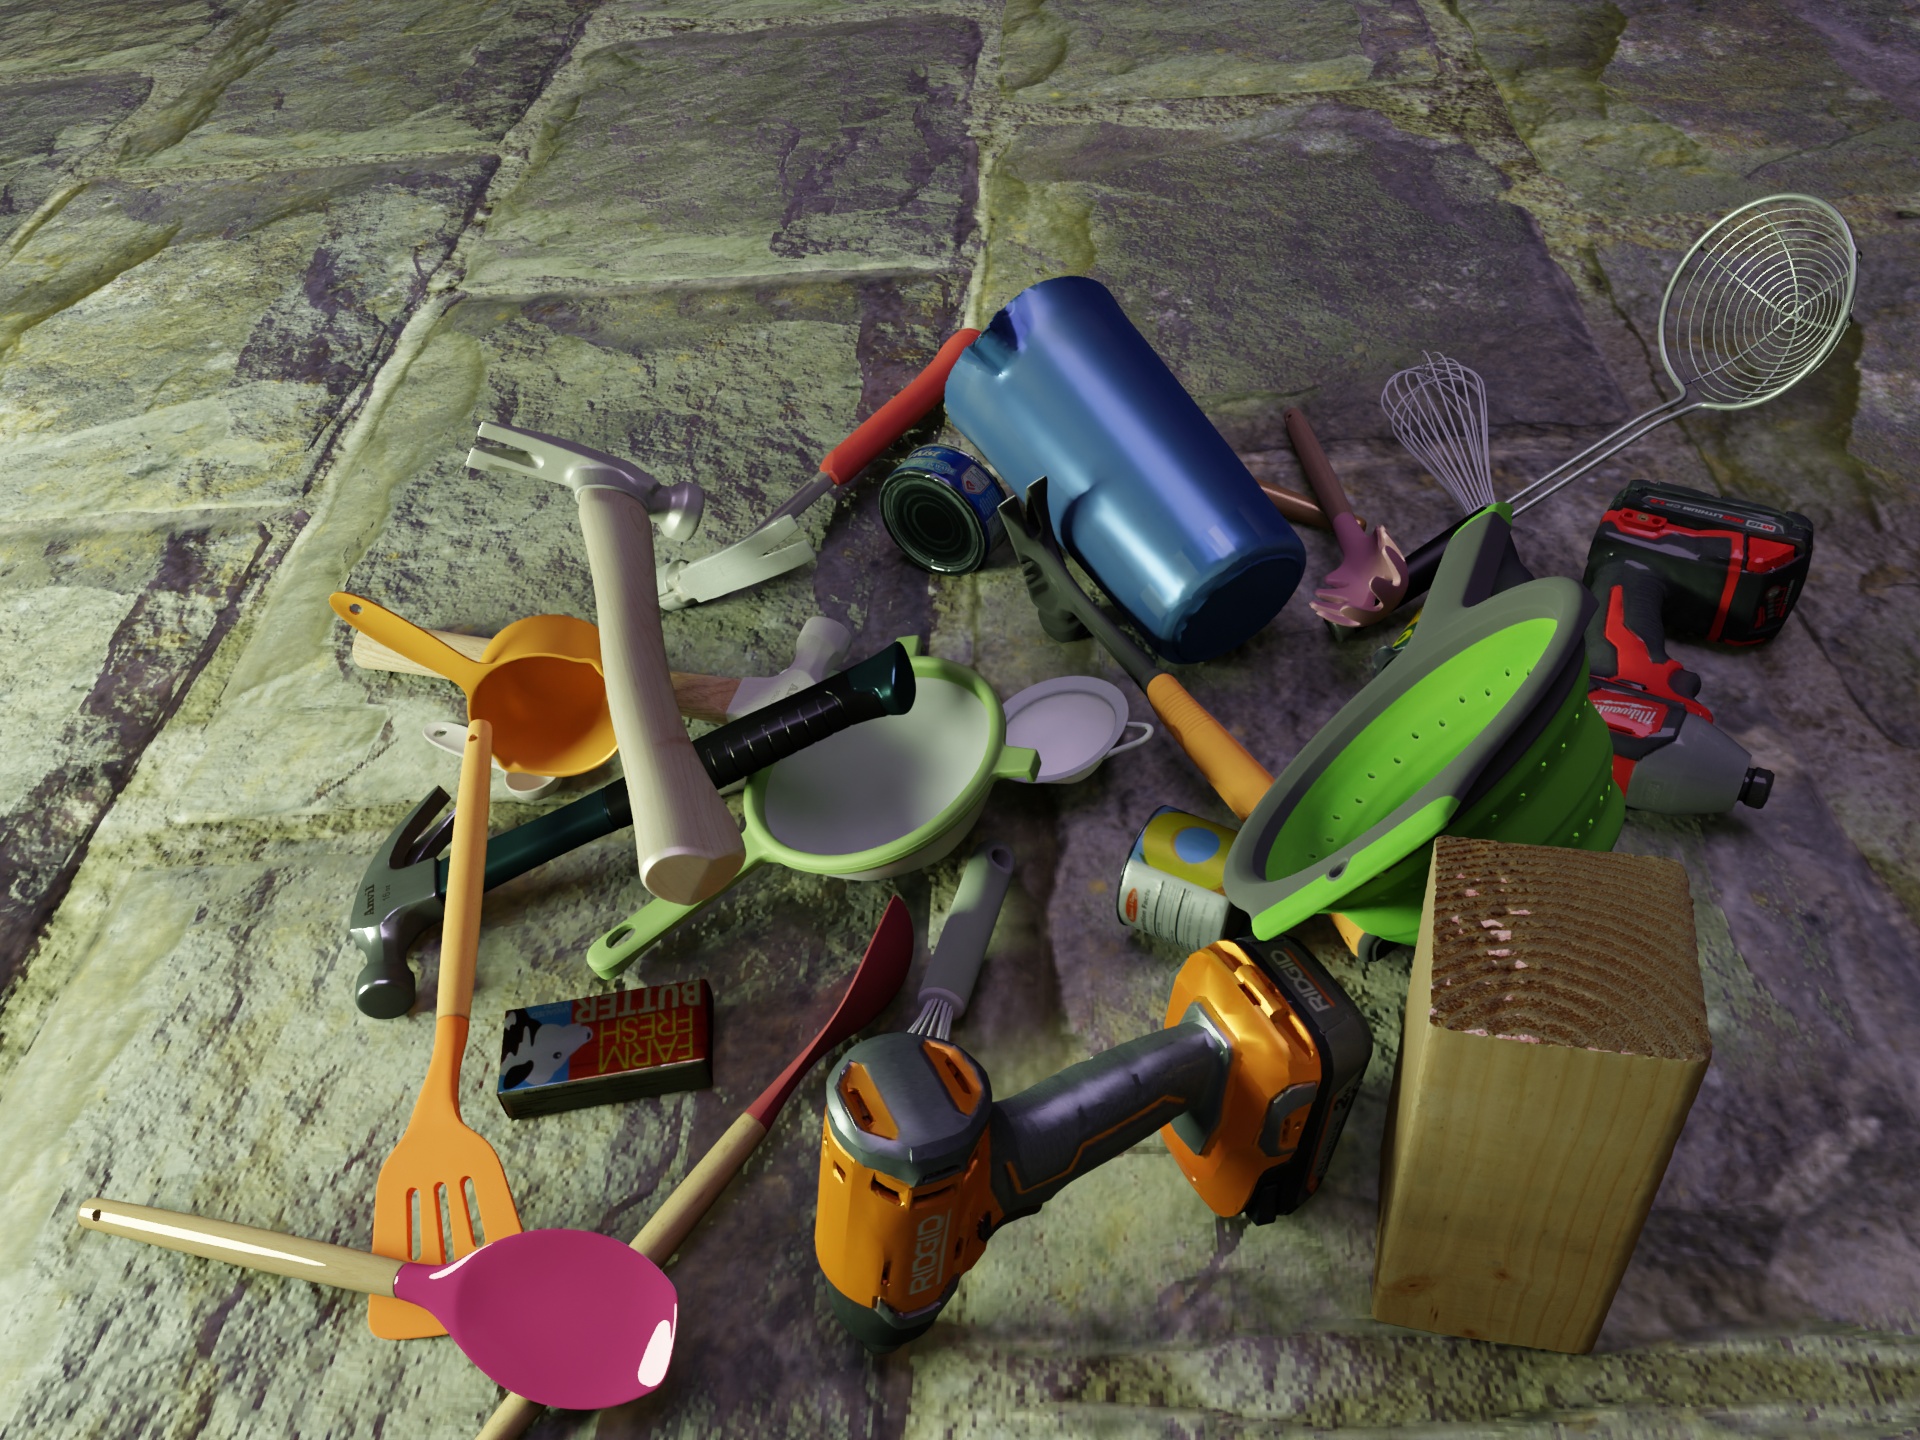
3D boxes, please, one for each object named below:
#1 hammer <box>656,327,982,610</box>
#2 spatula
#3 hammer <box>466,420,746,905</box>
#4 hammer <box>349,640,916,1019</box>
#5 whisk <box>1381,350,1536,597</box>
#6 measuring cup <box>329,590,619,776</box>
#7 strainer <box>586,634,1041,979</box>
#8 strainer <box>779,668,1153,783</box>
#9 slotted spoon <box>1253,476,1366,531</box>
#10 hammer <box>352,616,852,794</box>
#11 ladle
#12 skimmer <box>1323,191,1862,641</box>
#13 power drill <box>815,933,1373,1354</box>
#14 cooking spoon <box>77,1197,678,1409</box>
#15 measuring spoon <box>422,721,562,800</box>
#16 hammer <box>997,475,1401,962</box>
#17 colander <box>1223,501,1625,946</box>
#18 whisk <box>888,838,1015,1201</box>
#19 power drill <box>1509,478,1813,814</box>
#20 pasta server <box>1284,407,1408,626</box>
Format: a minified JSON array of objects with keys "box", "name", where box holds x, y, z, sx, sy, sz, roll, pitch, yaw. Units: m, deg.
[{"box":[-0.067,-0.193,1.122,0.149,0.036,0.359,-15,25,43],"name":"hammer"},{"box":[-0.243,0.131,0.779,0.081,0.041,0.323,-14,50,6],"name":"spatula"},{"box":[-0.185,-0.047,0.855,0.146,0.038,0.411,16,28,-27],"name":"hammer"},{"box":[-0.175,0.042,0.858,0.331,0.033,0.128,-25,43,2],"name":"hammer"},{"box":[0.339,-0.151,1.047,0.070,0.070,0.285,-5,47,1],"name":"whisk"},{"box":[-0.262,-0.037,0.881,0.173,0.095,0.052,32,29,-25],"name":"measuring cup"},{"box":[-0.079,0.070,0.858,0.256,0.069,0.152,-36,41,-8],"name":"strainer"},{"box":[-0.001,-0.003,0.938,0.258,0.050,0.087,14,50,29],"name":"strainer"},{"box":[0.140,-0.184,1.128,0.314,0.031,0.070,24,52,27],"name":"slotted spoon"},{"box":[-0.238,-0.025,0.986,0.331,0.031,0.130,9,55,20],"name":"hammer"},{"box":[-0.110,0.202,0.722,0.031,0.069,0.315,34,59,12],"name":"ladle"},{"box":[0.366,-0.176,0.955,0.363,0.090,0.127,-34,41,2],"name":"skimmer"},{"box":[0.047,0.182,0.661,0.226,0.164,0.084,-11,41,-24],"name":"power drill"},{"box":[-0.262,0.239,0.693,0.319,0.017,0.069,3,77,20],"name":"cooking spoon"},{"box":[-0.285,0.024,0.965,0.124,0.018,0.034,19,48,34],"name":"measuring spoon"},{"box":[0.127,-0.001,0.875,0.034,0.127,0.337,-33,53,-6],"name":"hammer"},{"box":[0.254,0.000,0.771,0.094,0.204,0.397,45,38,-4],"name":"colander"},{"box":[-0.012,0.145,0.776,0.057,0.059,0.246,36,41,-12],"name":"whisk"},{"box":[0.401,-0.036,0.899,0.143,0.078,0.220,20,51,26],"name":"power drill"},{"box":[0.237,-0.143,1.028,0.040,0.060,0.316,34,26,-19],"name":"pasta server"}]
